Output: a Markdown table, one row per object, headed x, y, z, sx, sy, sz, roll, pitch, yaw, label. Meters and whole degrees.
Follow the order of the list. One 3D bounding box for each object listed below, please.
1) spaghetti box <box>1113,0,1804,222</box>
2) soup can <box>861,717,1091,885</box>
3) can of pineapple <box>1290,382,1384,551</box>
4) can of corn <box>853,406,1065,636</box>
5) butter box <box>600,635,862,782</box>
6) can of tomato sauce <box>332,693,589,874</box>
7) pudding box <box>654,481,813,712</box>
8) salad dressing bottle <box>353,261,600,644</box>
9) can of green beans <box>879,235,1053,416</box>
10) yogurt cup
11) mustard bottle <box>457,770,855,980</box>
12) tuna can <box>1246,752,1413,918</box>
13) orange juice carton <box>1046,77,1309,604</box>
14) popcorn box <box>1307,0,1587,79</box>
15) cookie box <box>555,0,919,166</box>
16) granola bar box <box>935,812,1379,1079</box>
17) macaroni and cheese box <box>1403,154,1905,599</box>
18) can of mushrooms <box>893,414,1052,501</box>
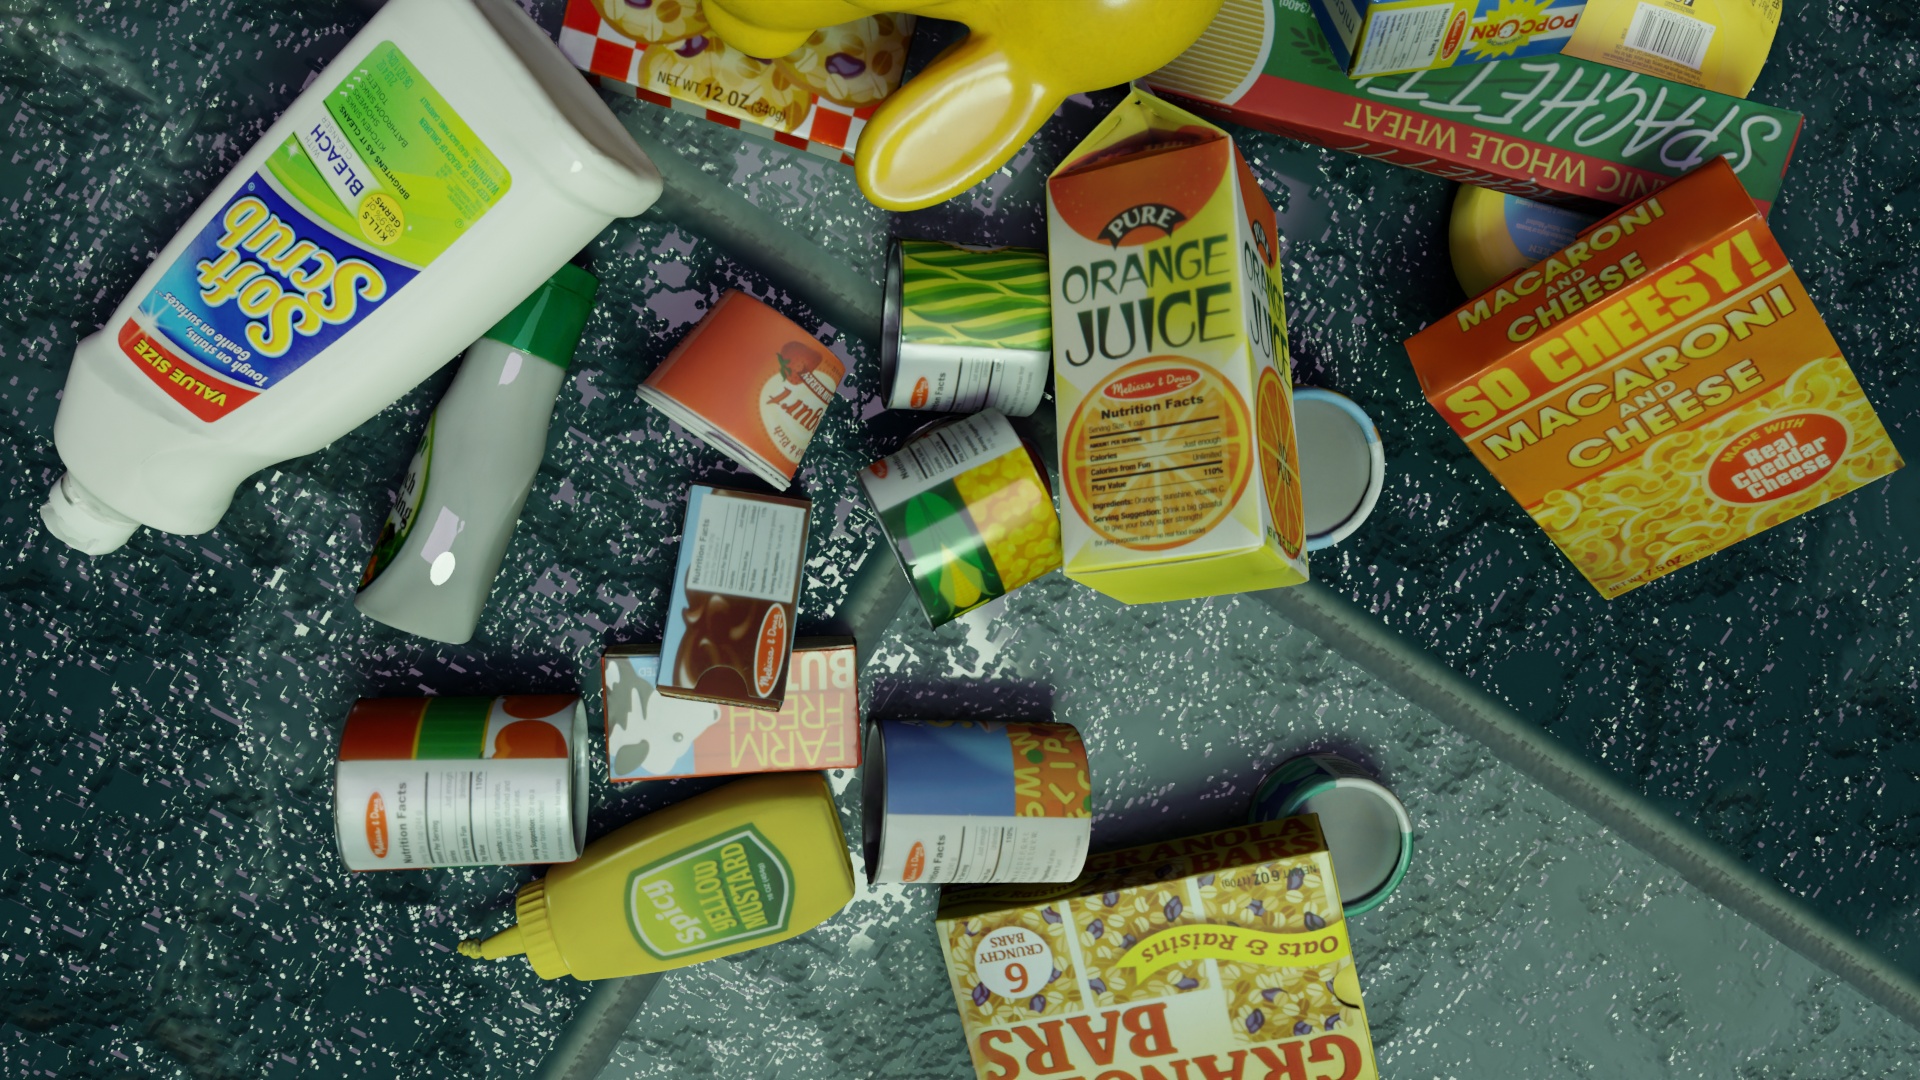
| x | y | z | sx | sy | sz | roll | pitch | yaw | label |
| --- | --- | --- | --- | --- | --- | --- | --- | --- | --- |
| 0.185 | -0.168 | 0.531 | 0.250 | 0.029 | 0.050 | 17 | 97 | 8 | spaghetti box |
| 0.005 | 0.104 | 0.569 | 0.084 | 0.071 | 0.071 | 2 | 99 | -11 | soup can |
| 0.129 | -0.033 | 0.568 | 0.071 | 0.058 | 0.071 | -1 | 100 | -8 | can of pineapple |
| 0.002 | -0.006 | 0.514 | 0.058 | 0.071 | 0.071 | -26 | 102 | -3 | can of corn |
| -0.092 | 0.068 | 0.568 | 0.103 | 0.024 | 0.053 | -2 | 99 | -9 | butter box |
| -0.190 | 0.092 | 0.538 | 0.083 | 0.071 | 0.071 | 0 | 100 | -9 | can of tomato sauce |
| -0.088 | 0.023 | 0.542 | 0.050 | 0.030 | 0.084 | 8 | 75 | -7 | pudding box |
| -0.179 | -0.037 | 0.522 | 0.044 | 0.064 | 0.147 | 22 | 87 | -24 | salad dressing bottle |
| 0.001 | -0.082 | 0.536 | 0.058 | 0.071 | 0.071 | 2 | 99 | -10 | can of green beans |
| -0.081 | -0.059 | 0.530 | 0.072 | 0.072 | 0.054 | 34 | 85 | -12 | yogurt cup |
| -0.125 | 0.144 | 0.563 | 0.160 | 0.049 | 0.065 | -18 | 100 | -5 | mustard bottle |
| 0.161 | 0.132 | 0.613 | 0.071 | 0.033 | 0.071 | -1 | 99 | -9 | tuna can |
| 0.078 | -0.078 | 0.515 | 0.073 | 0.072 | 0.193 | -8 | 75 | 24 | orange juice carton |
| 0.167 | -0.231 | 0.515 | 0.085 | 0.038 | 0.127 | -10 | 61 | -6 | popcorn box |
| -0.067 | -0.237 | 0.513 | 0.123 | 0.040 | 0.167 | 15 | 97 | -10 | cookie box |
| 0.084 | 0.193 | 0.589 | 0.165 | 0.039 | 0.124 | -13 | 102 | 8 | granola bar box |
| 0.269 | -0.054 | 0.538 | 0.123 | 0.040 | 0.166 | -32 | 131 | 29 | macaroni and cheese box |
| 0.005 | -0.018 | 0.564 | 0.071 | 0.033 | 0.071 | -1 | 99 | -8 | can of mushrooms |
